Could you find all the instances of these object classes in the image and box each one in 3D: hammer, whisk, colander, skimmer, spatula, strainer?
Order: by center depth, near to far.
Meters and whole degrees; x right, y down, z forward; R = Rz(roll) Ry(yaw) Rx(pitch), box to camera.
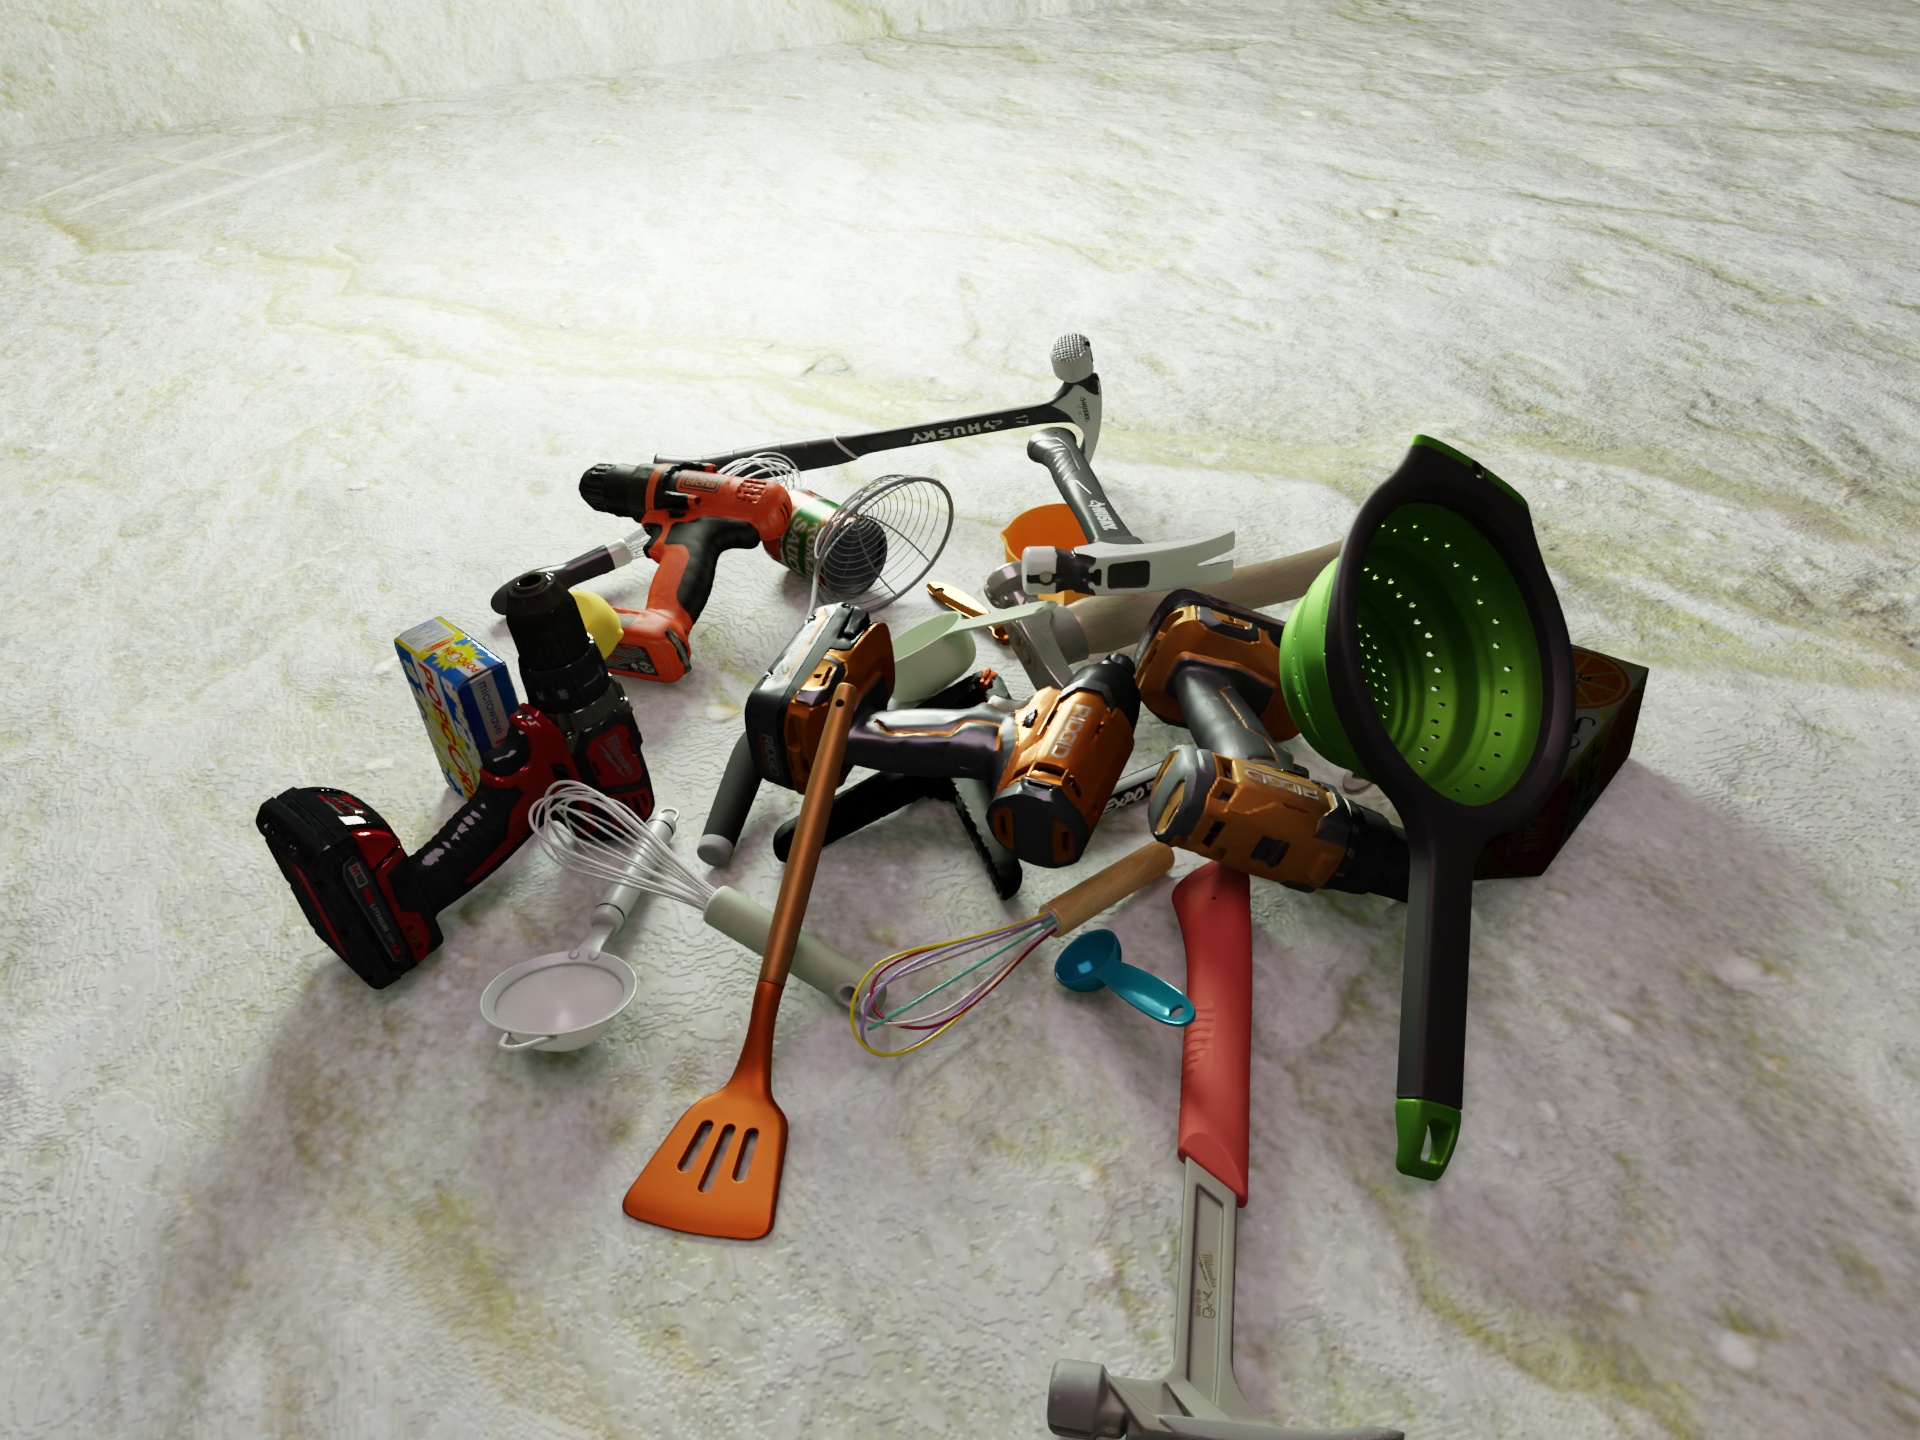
[{"bbox_3d":[0.138,0.202,0.807,0.149,0.036,0.359,3,37,9],"label":"hammer"},{"bbox_3d":[0.236,0.045,0.872,0.094,0.204,0.397,-16,59,52],"label":"colander"},{"bbox_3d":[-0.100,0.120,0.874,0.081,0.041,0.323,6,65,14],"label":"spatula"},{"bbox_3d":[0.035,0.122,0.915,0.245,0.051,0.047,-25,69,-34],"label":"whisk"},{"bbox_3d":[-0.149,0.103,0.927,0.246,0.057,0.059,28,28,14],"label":"whisk"},{"bbox_3d":[-0.211,0.125,0.944,0.087,0.050,0.259,3,31,10],"label":"strainer"},{"bbox_3d":[-0.088,-0.039,1.121,0.090,0.127,0.364,13,49,5],"label":"skimmer"},{"bbox_3d":[0.226,-0.093,1.183,0.410,0.038,0.146,-16,62,-24],"label":"hammer"},{"bbox_3d":[0.101,-0.165,1.196,0.146,0.035,0.335,-3,25,-5],"label":"hammer"},{"bbox_3d":[-0.253,-0.150,1.311,0.284,0.070,0.070,-27,42,-20],"label":"whisk"},{"bbox_3d":[-0.077,-0.239,1.380,0.409,0.149,0.036,-8,56,10],"label":"hammer"}]

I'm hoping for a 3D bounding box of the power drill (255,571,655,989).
[{"bbox_3d":[-0.298,0.032,0.960,0.227,0.187,0.080,-36,43,-30],"label":"power drill"}]

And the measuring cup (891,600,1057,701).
[{"bbox_3d":[0.008,-0.050,1.107,0.167,0.038,0.083,-12,23,41],"label":"measuring cup"}]

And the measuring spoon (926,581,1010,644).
[{"bbox_3d":[0.008,-0.083,1.234,0.021,0.011,0.117,-23,37,-25],"label":"measuring spoon"}]

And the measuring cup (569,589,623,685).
[{"bbox_3d":[-0.280,-0.024,1.115,0.062,0.029,0.157,-1,59,15],"label":"measuring cup"}]

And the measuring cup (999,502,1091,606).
[{"bbox_3d":[0.072,-0.093,1.209,0.095,0.052,0.174,4,47,8],"label":"measuring cup"}]

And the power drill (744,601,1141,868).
[{"bbox_3d":[-0.002,-0.003,1.001,0.226,0.084,0.164,14,46,20],"label":"power drill"}]

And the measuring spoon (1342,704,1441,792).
[{"bbox_3d":[0.289,0.010,1.070,0.034,0.018,0.124,22,44,30],"label":"measuring spoon"}]

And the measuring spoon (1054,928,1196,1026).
[{"bbox_3d":[0.094,0.148,0.867,0.042,0.021,0.129,-42,24,-13],"label":"measuring spoon"}]

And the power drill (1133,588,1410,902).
[{"bbox_3d":[0.201,0.021,0.993,0.185,0.084,0.226,17,32,-12],"label":"power drill"}]
